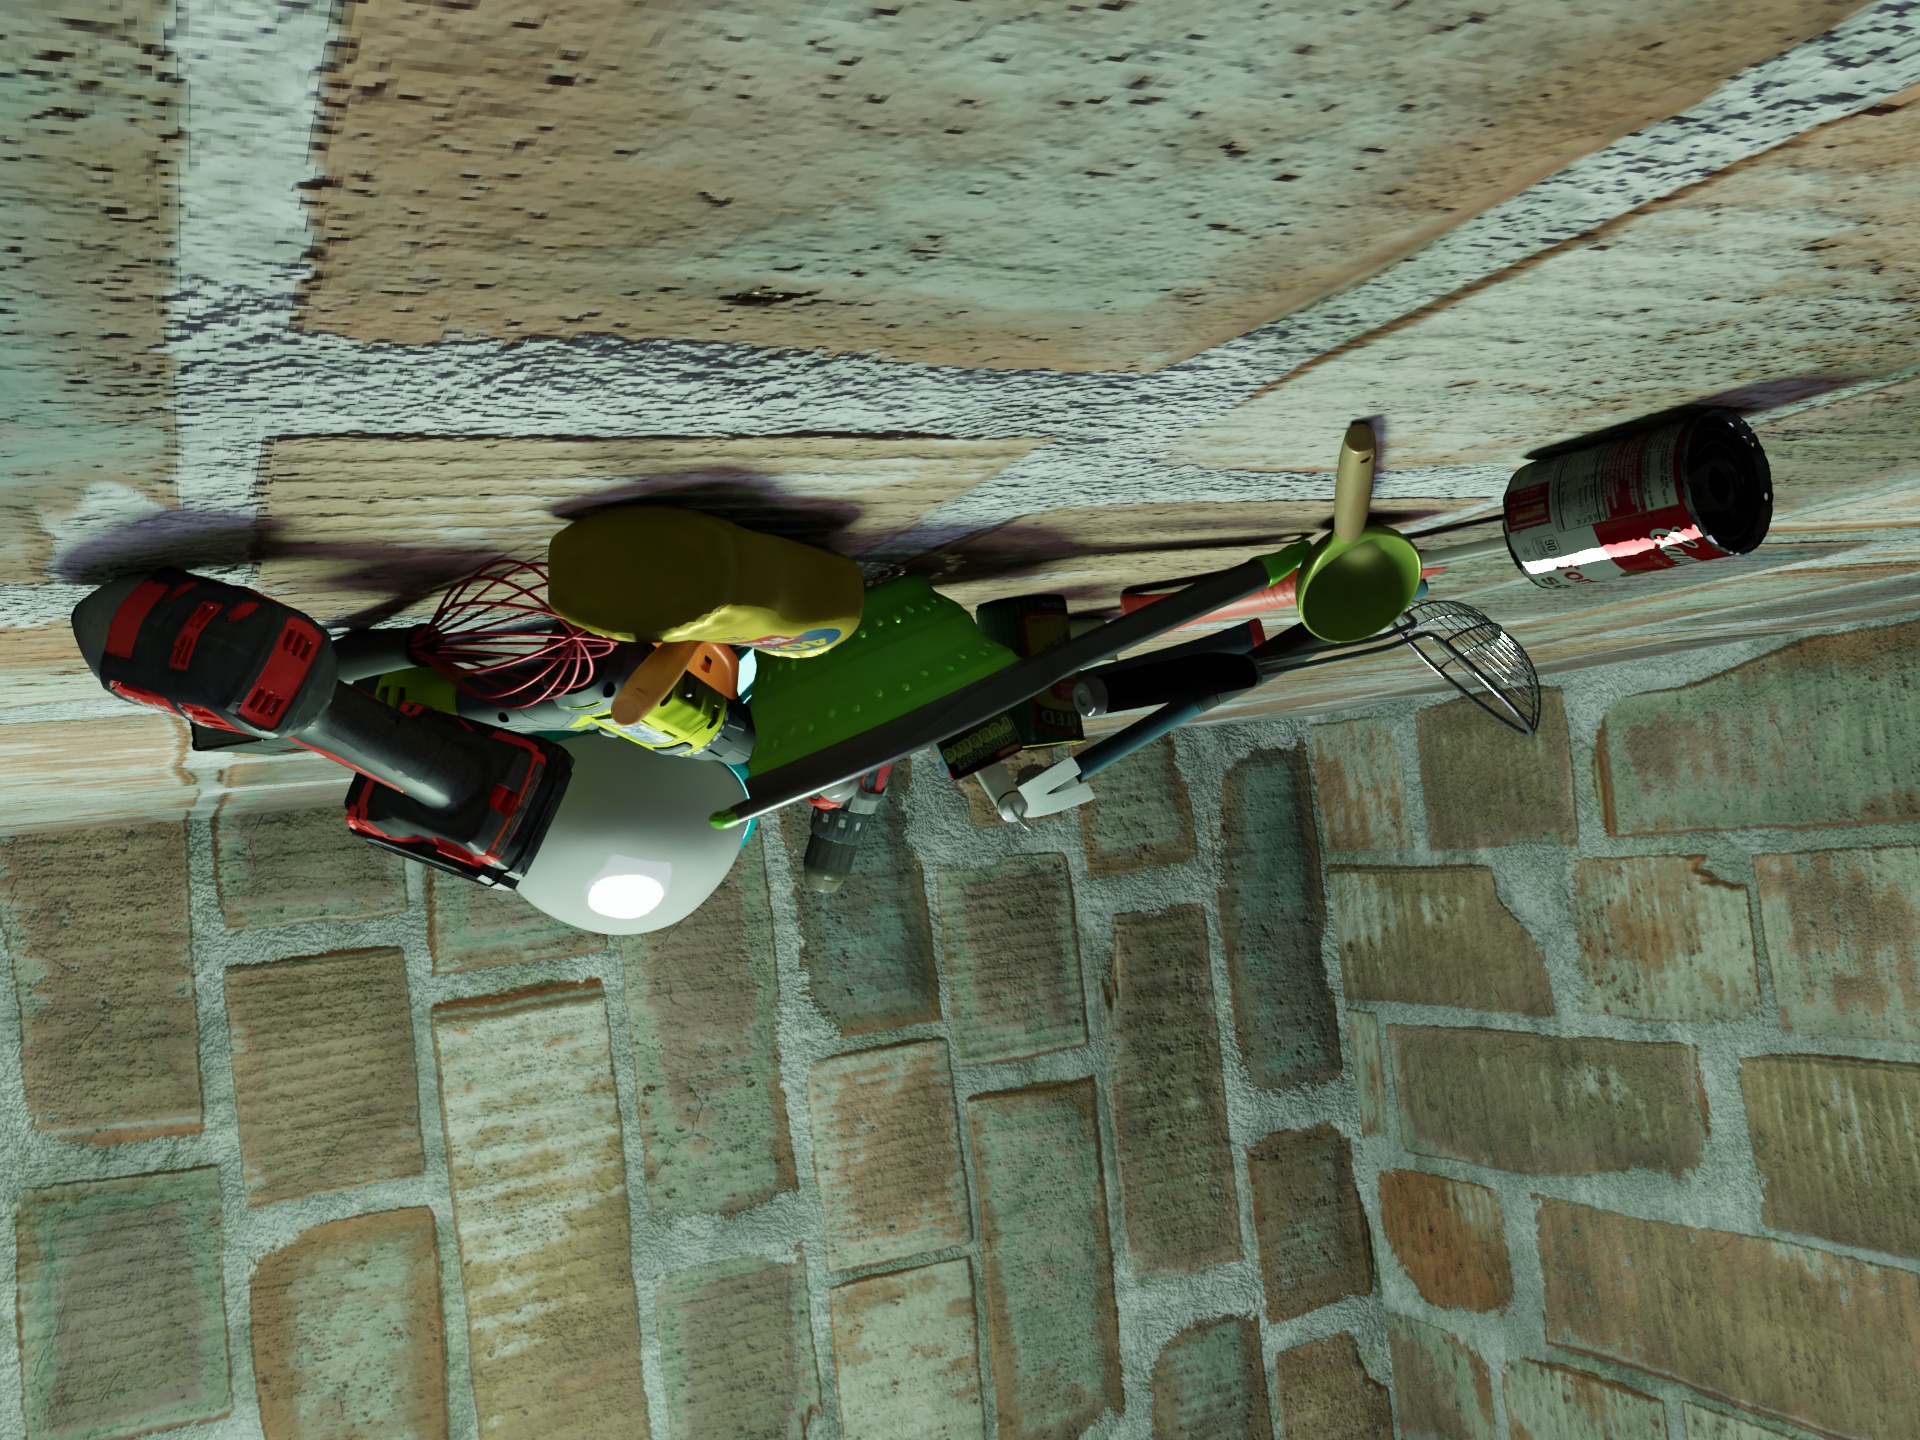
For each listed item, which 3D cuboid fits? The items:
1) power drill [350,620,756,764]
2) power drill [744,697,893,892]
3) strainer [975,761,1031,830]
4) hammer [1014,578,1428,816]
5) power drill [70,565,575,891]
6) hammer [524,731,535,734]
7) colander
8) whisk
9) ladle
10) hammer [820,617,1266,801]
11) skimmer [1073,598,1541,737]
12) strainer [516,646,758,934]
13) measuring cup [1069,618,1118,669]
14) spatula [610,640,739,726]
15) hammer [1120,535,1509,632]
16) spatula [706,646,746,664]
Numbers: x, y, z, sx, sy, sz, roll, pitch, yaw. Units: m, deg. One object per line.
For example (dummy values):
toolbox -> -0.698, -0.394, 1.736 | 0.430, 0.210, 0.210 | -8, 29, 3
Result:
power drill -> -0.256, -0.002, 1.028 | 0.228, 0.080, 0.190 | -8, 161, 22
power drill -> -0.152, 0.052, 1.352 | 0.080, 0.188, 0.226 | 23, -171, 42
strainer -> -0.002, -0.004, 1.101 | 0.050, 0.259, 0.086 | -35, 131, 2
hammer -> 0.182, -0.021, 1.145 | 0.331, 0.033, 0.128 | -30, -177, 7
power drill -> -0.298, 0.000, 0.741 | 0.143, 0.078, 0.219 | 13, 162, 31
hammer -> -0.378, 0.004, 1.171 | 0.144, 0.035, 0.405 | 4, 175, 20
colander -> 0.019, -0.058, 0.942 | 0.397, 0.094, 0.204 | -24, -177, -9
whisk -> -0.269, -0.040, 0.822 | 0.073, 0.073, 0.296 | -3, -179, -43
ladle -> 0.208, -0.094, 0.821 | 0.078, 0.062, 0.320 | -31, 169, 8
hammer -> 0.043, -0.019, 1.223 | 0.386, 0.038, 0.143 | -15, 153, 13
skimmer -> 0.220, -0.015, 0.993 | 0.363, 0.090, 0.127 | -10, -142, -29
strainer -> -0.216, 0.062, 1.155 | 0.210, 0.095, 0.340 | 23, 132, -31
measuring cup -> 0.045, -0.057, 1.255 | 0.167, 0.038, 0.083 | -3, 175, -22
spatula -> -0.143, -0.024, 0.765 | 0.081, 0.041, 0.323 | 37, -174, -9
hammer -> 0.267, -0.096, 1.042 | 0.359, 0.037, 0.149 | -10, 175, 36
spatula -> -0.236, -0.034, 1.249 | 0.082, 0.044, 0.317 | -1, 169, -46
